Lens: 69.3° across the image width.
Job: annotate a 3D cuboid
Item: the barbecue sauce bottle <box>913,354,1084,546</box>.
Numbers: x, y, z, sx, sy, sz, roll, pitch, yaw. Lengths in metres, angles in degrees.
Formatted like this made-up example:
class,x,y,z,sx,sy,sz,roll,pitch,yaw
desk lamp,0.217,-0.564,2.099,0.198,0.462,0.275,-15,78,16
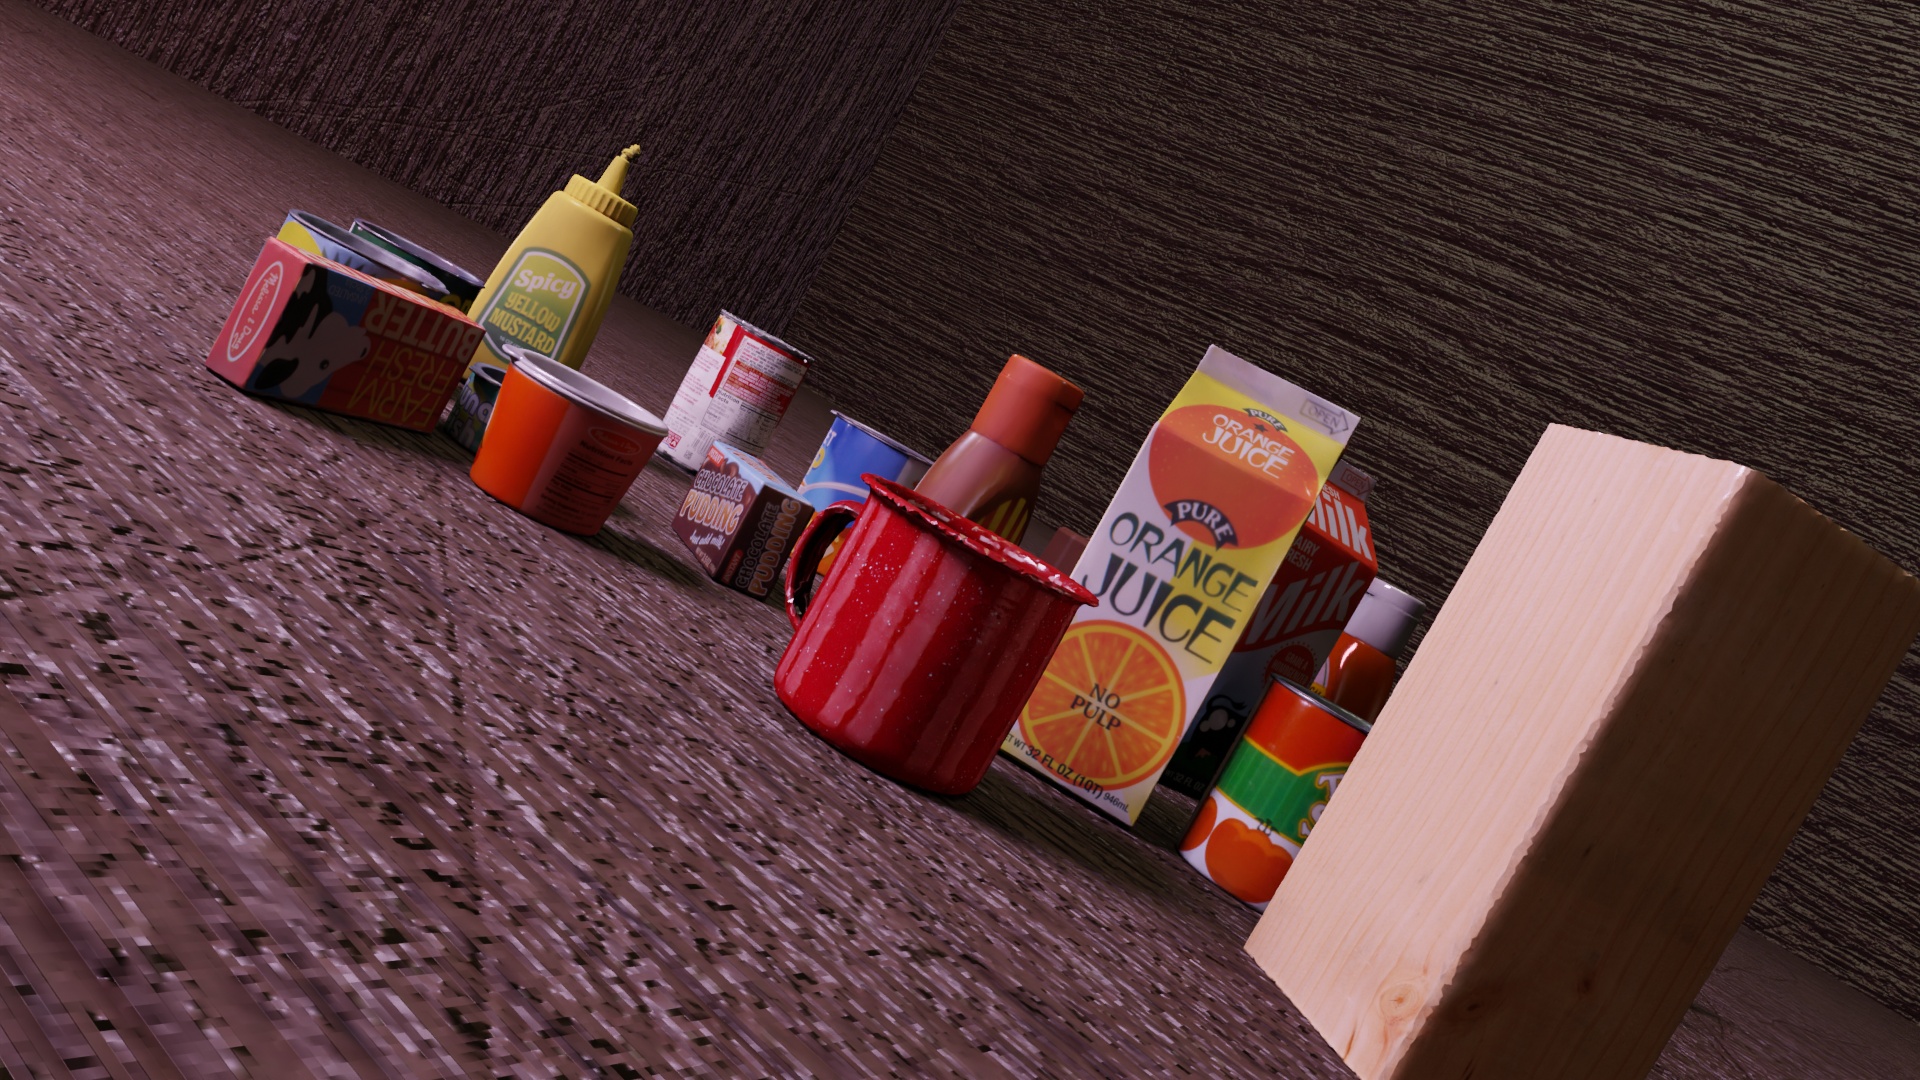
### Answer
class,x,y,z,sx,sy,sz,roll,pitch,yaw
barbecue sauce bottle,0.002,-0.008,0.601,0.044,0.148,0.065,31,5,36

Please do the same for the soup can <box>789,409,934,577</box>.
class,x,y,z,sx,sy,sz,roll,pitch,yaw
soup can,-0.062,-0.023,0.796,0.071,0.083,0.071,29,4,-2

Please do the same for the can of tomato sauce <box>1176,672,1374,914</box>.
class,x,y,z,sx,sy,sz,roll,pitch,yaw
can of tomato sauce,0.137,0.107,0.565,0.071,0.083,0.071,29,4,-2

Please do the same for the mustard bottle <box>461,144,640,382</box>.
class,x,y,z,sx,sy,sz,roll,pitch,yaw
mustard bottle,-0.220,-0.150,0.767,0.065,0.160,0.049,28,4,-10

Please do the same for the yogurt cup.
class,x,y,z,sx,sy,sz,roll,pitch,yaw
yogurt cup,-0.159,-0.037,0.555,0.072,0.054,0.072,29,4,-2

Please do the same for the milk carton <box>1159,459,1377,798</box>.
class,x,y,z,sx,sy,sz,roll,pitch,yaw
milk carton,0.149,0.038,0.733,0.072,0.190,0.073,27,4,-29

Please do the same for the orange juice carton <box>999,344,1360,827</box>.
class,x,y,z,sx,sy,sz,roll,pitch,yaw
orange juice carton,0.090,0.017,0.587,0.072,0.192,0.073,29,4,11

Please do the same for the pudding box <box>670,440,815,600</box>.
class,x,y,z,sx,sy,sz,roll,pitch,yaw
pudding box,-0.101,-0.011,0.640,0.030,0.049,0.084,27,5,-30

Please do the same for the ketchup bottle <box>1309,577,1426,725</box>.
class,x,y,z,sx,sy,sz,roll,pitch,yaw
ketchup bottle,0.226,0.095,0.829,0.043,0.148,0.065,28,4,-10

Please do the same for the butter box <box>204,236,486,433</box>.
class,x,y,z,sx,sy,sz,roll,pitch,yaw
butter box,-0.232,-0.075,0.534,0.024,0.053,0.103,30,4,17

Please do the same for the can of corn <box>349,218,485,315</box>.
class,x,y,z,sx,sy,sz,roll,pitch,yaw
can of corn,-0.278,-0.116,0.687,0.071,0.058,0.071,29,4,-2

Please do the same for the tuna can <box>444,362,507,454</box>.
class,x,y,z,sx,sy,sz,roll,pitch,yaw
tuna can,-0.195,-0.051,0.620,0.071,0.033,0.071,29,4,-2

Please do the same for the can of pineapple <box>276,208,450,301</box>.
class,x,y,z,sx,sy,sz,roll,pitch,yaw
can of pineapple,-0.257,-0.096,0.578,0.071,0.058,0.071,29,4,-2
